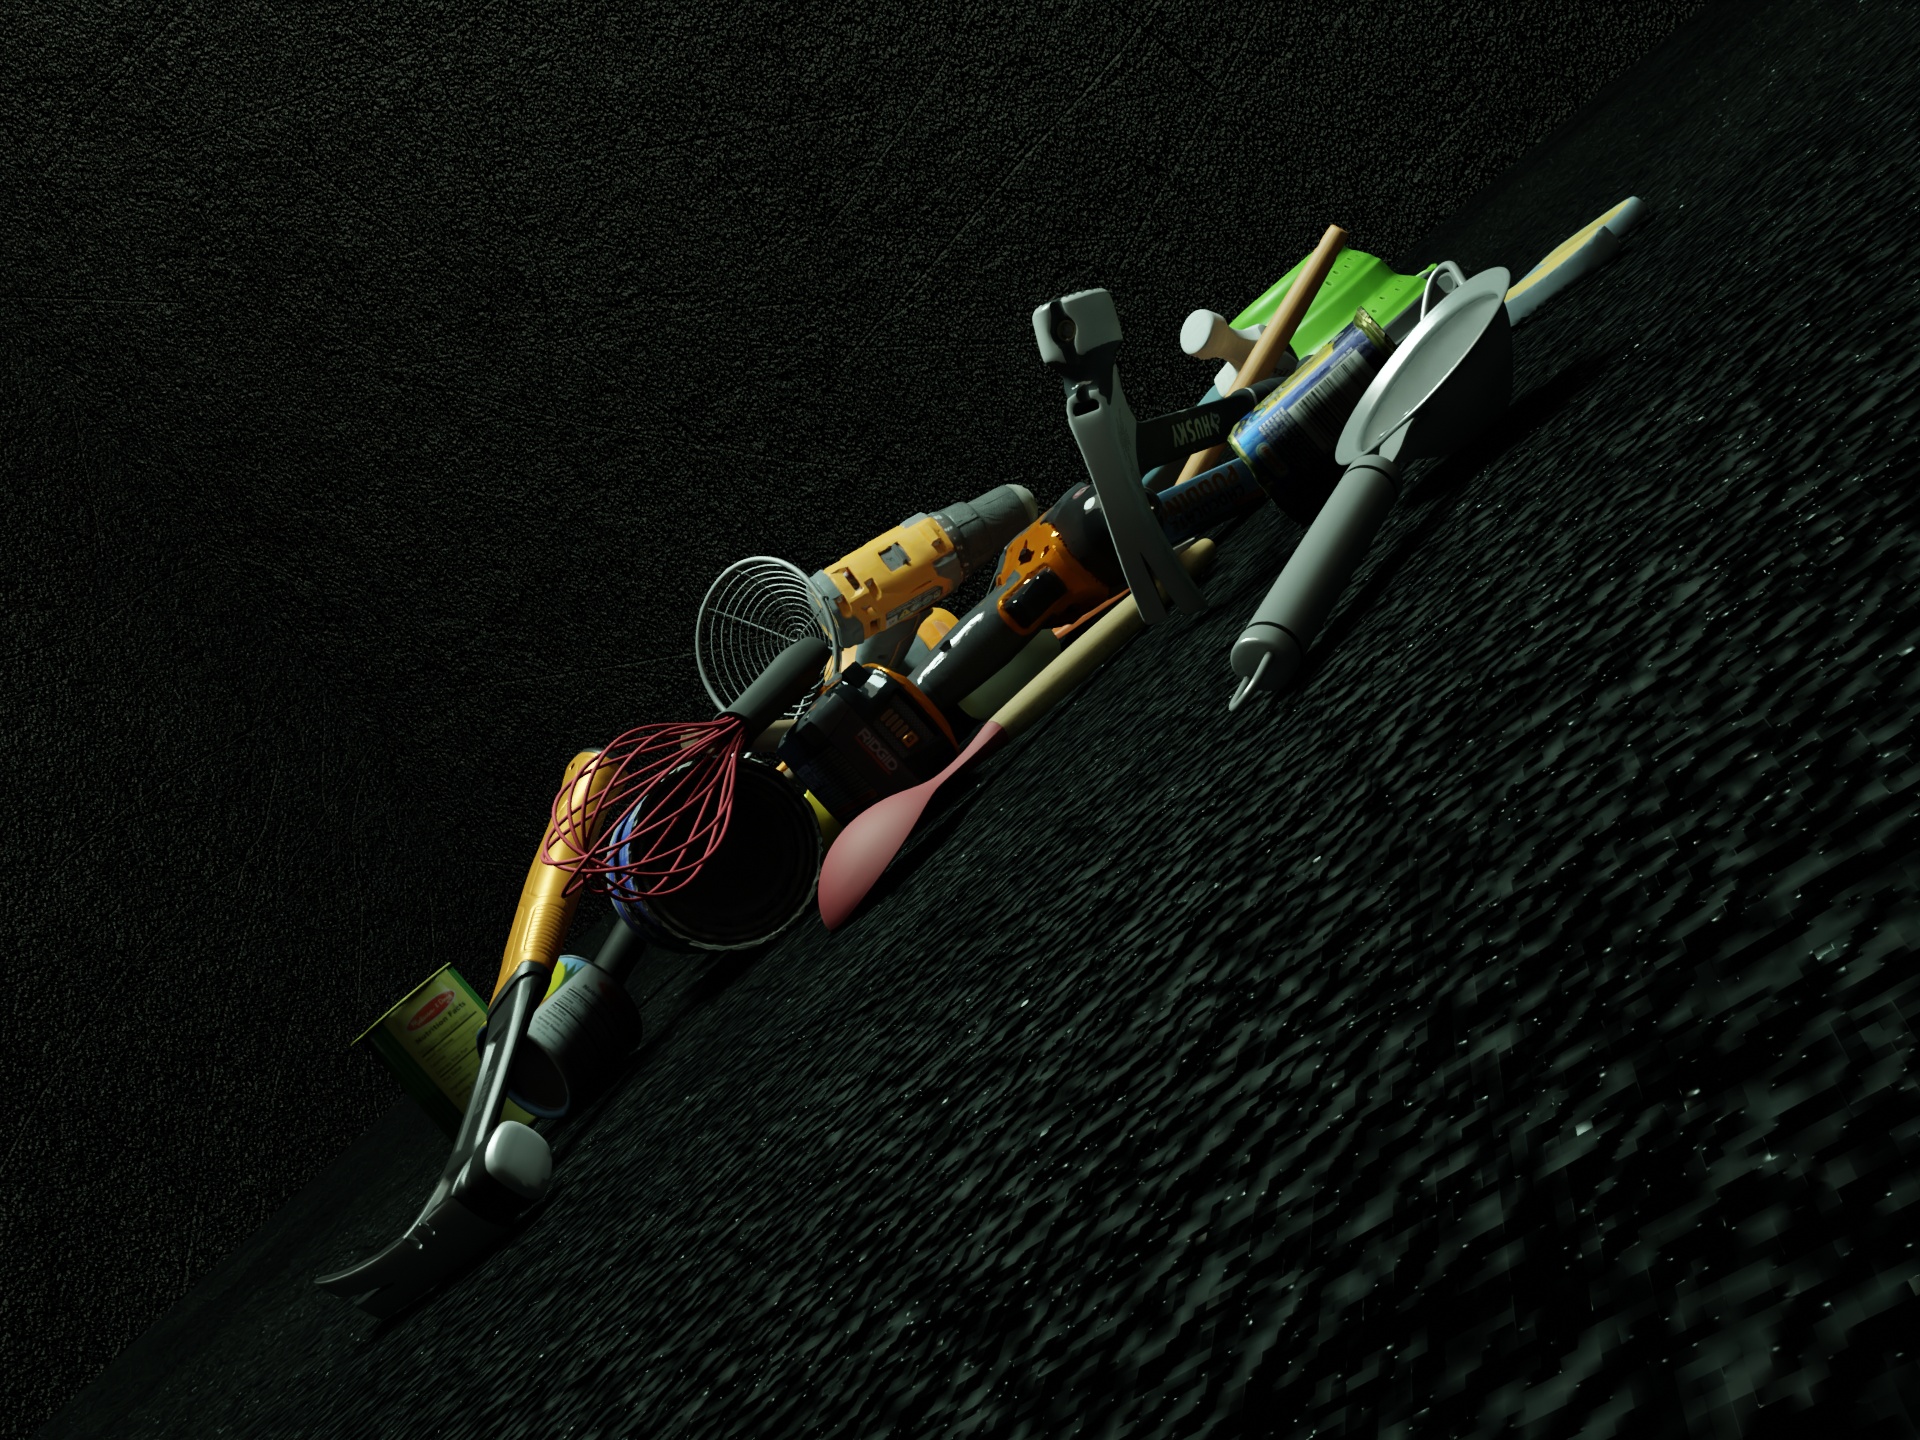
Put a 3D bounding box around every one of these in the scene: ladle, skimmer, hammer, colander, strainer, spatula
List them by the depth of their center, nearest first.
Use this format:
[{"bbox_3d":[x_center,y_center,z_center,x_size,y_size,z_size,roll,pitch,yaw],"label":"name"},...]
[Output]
[{"bbox_3d":[0.139,-0.079,0.525,0.258,0.050,0.087,-51,4,-40],"label":"strainer"},{"bbox_3d":[0.036,-0.008,0.778,0.315,0.031,0.069,-41,2,-33],"label":"ladle"},{"bbox_3d":[-0.216,0.125,0.781,0.127,0.034,0.337,-39,25,23],"label":"hammer"},{"bbox_3d":[0.150,-0.159,0.857,0.036,0.149,0.409,-14,8,29],"label":"hammer"},{"bbox_3d":[-0.068,0.006,0.960,0.059,0.018,0.315,-41,-16,22],"label":"spatula"},{"bbox_3d":[0.149,-0.174,1.028,0.322,0.041,0.081,-60,-4,23],"label":"spatula"},{"bbox_3d":[-0.194,0.059,1.074,0.363,0.127,0.090,-61,-30,-19],"label":"skimmer"},{"bbox_3d":[0.123,-0.157,1.143,0.128,0.033,0.331,9,-38,-33],"label":"hammer"},{"bbox_3d":[0.304,-0.330,1.264,0.204,0.094,0.397,-37,6,40],"label":"colander"}]

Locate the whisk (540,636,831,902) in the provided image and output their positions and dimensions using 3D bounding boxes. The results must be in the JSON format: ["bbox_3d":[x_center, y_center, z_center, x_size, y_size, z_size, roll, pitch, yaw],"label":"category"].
[{"bbox_3d":[-0.118,0.012,0.779,0.073,0.073,0.296,-38,7,24],"label":"whisk"}]

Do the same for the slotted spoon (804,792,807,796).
[{"bbox_3d":[-0.046,0.021,1.181,0.313,0.031,0.070,-34,4,41],"label":"slotted spoon"}]

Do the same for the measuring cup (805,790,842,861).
[{"bbox_3d":[-0.077,0.029,1.018,0.157,0.029,0.062,-74,5,-47],"label":"measuring cup"}]

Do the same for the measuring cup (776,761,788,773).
[{"bbox_3d":[-0.128,0.078,1.029,0.174,0.052,0.095,-49,10,-28],"label":"measuring cup"}]

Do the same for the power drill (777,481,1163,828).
[{"bbox_3d":[0.015,-0.043,0.857,0.226,0.084,0.164,-44,4,-20],"label":"power drill"}]

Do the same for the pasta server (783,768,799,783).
[{"bbox_3d":[-0.074,0.010,1.218,0.316,0.040,0.060,-35,-3,10],"label":"pasta server"}]

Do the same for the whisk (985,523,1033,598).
[{"bbox_3d":[0.011,-0.046,1.082,0.239,0.055,0.055,-52,-1,26],"label":"whisk"}]

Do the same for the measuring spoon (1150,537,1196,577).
[{"bbox_3d":[0.129,-0.094,0.942,0.034,0.018,0.124,-25,1,13],"label":"measuring spoon"}]

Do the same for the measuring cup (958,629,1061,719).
[{"bbox_3d":[-0.002,-0.003,0.975,0.167,0.038,0.083,-44,5,-21],"label":"measuring cup"}]

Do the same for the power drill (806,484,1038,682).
[{"bbox_3d":[-0.027,-0.087,1.243,0.185,0.084,0.226,-31,-20,-15],"label":"power drill"}]
